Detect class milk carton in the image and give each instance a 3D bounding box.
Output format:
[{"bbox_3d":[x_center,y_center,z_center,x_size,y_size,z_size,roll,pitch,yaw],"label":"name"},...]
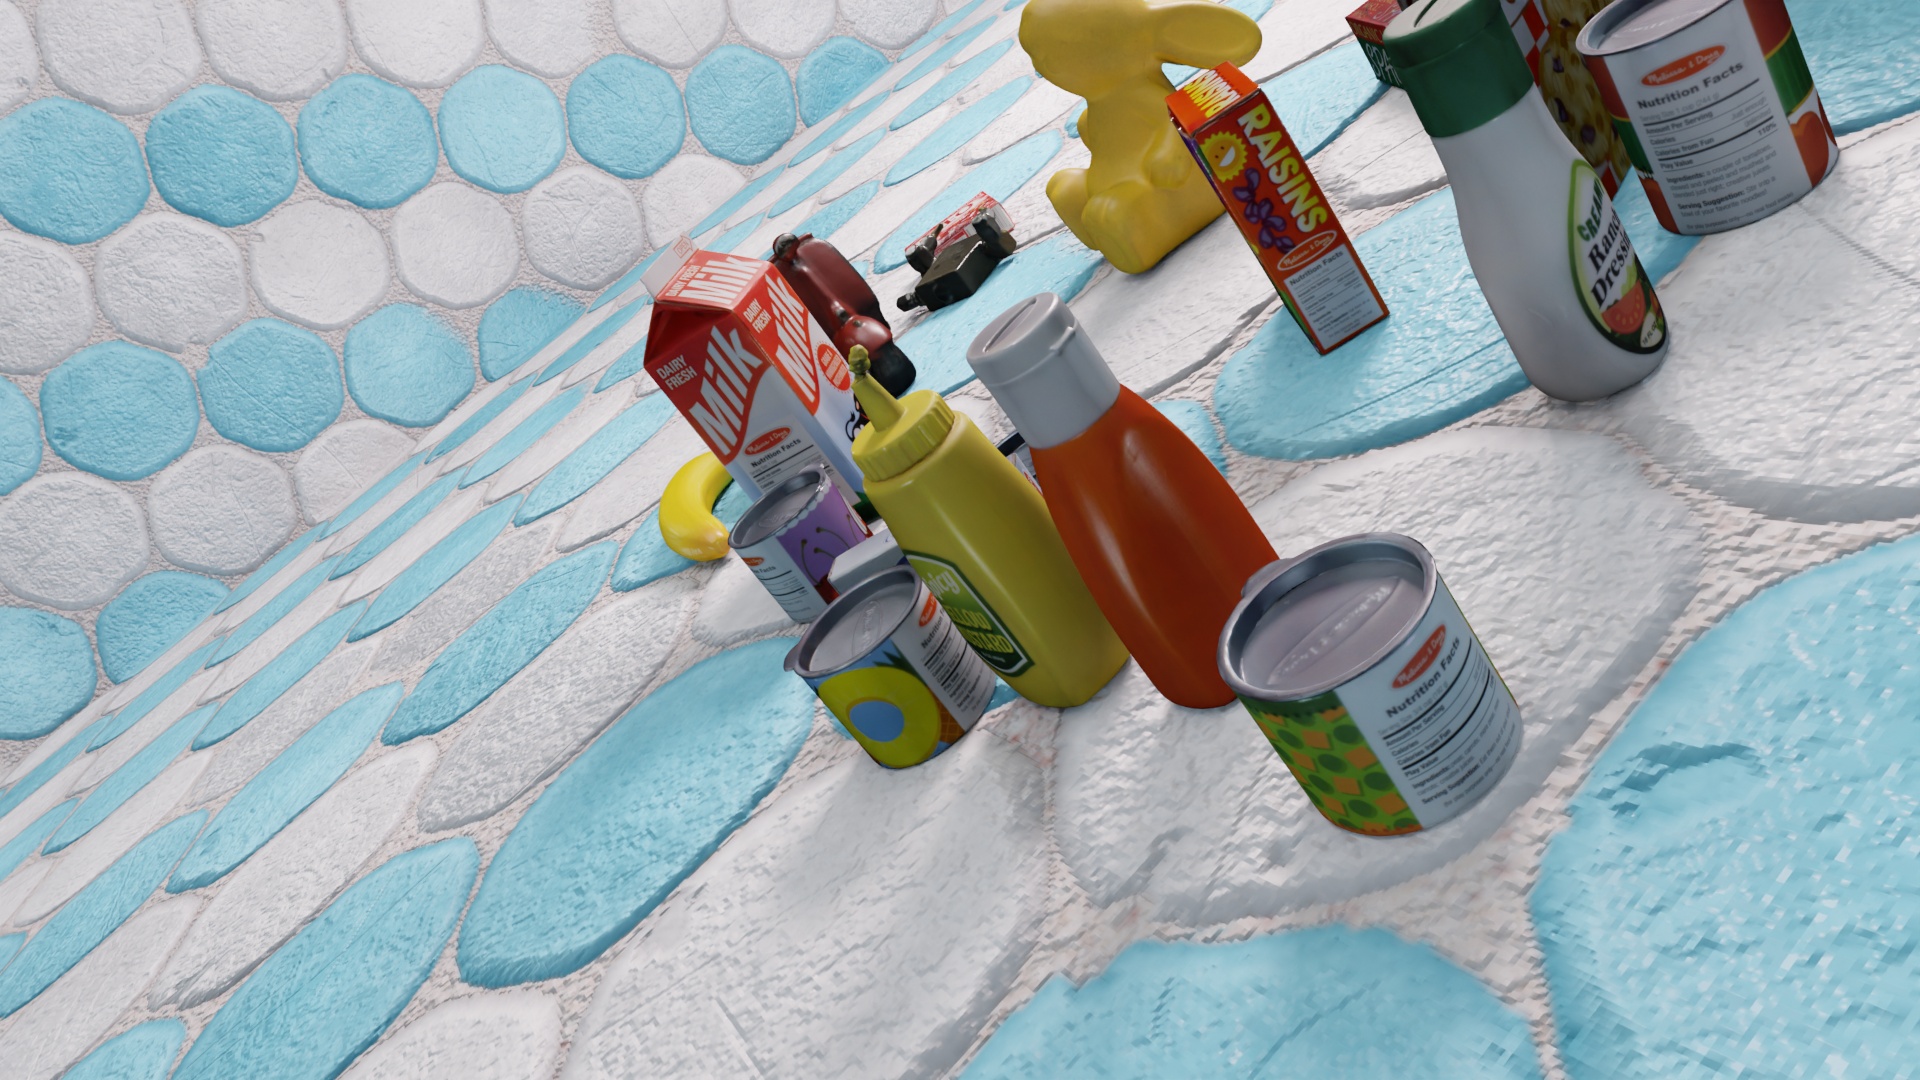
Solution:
[{"bbox_3d":[-0.116,-0.092,0.819,0.073,0.190,0.073,-26,25,26],"label":"milk carton"}]

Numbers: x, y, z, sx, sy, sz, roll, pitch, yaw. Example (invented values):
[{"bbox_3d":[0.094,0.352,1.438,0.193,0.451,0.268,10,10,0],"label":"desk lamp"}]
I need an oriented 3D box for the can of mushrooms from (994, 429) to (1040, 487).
[{"bbox_3d":[0.037,-0.029,0.680,0.071,0.033,0.071,-31,23,15],"label":"can of mushrooms"}]

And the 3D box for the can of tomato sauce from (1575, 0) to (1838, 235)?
[{"bbox_3d":[0.284,-0.170,0.527,0.071,0.083,0.071,-31,23,15],"label":"can of tomato sauce"}]

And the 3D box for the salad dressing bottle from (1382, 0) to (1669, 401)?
[{"bbox_3d":[0.192,-0.117,0.473,0.044,0.147,0.064,-10,35,49],"label":"salad dressing bottle"}]

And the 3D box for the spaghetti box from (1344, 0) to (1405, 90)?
[{"bbox_3d":[0.276,-0.273,0.784,0.028,0.050,0.251,-33,23,11],"label":"spaghetti box"}]

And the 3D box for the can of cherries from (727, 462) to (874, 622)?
[{"bbox_3d":[-0.082,0.001,0.763,0.071,0.058,0.072,-31,23,15],"label":"can of cherries"}]

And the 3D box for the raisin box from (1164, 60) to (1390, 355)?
[{"bbox_3d":[0.146,-0.157,0.651,0.040,0.123,0.086,-31,23,15],"label":"raisin box"}]

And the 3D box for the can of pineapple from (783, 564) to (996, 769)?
[{"bbox_3d":[-0.028,0.053,0.583,0.071,0.057,0.071,-31,23,15],"label":"can of pineapple"}]

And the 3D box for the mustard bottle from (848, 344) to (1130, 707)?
[{"bbox_3d":[0.002,-0.007,0.521,0.049,0.160,0.065,-46,24,-20],"label":"mustard bottle"}]

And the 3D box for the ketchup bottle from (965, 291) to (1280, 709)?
[{"bbox_3d":[0.058,-0.014,0.469,0.043,0.148,0.065,-4,39,54],"label":"ketchup bottle"}]

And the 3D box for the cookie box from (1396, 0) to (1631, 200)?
[{"bbox_3d":[0.242,-0.233,0.600,0.040,0.167,0.123,-9,35,50],"label":"cookie box"}]

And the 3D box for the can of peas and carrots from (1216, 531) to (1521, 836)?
[{"bbox_3d":[0.115,0.040,0.397,0.071,0.058,0.071,-31,23,15],"label":"can of peas and carrots"}]

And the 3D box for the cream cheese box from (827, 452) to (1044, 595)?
[{"bbox_3d":[-0.004,0.009,0.640,0.103,0.053,0.024,-30,23,17],"label":"cream cheese box"}]
